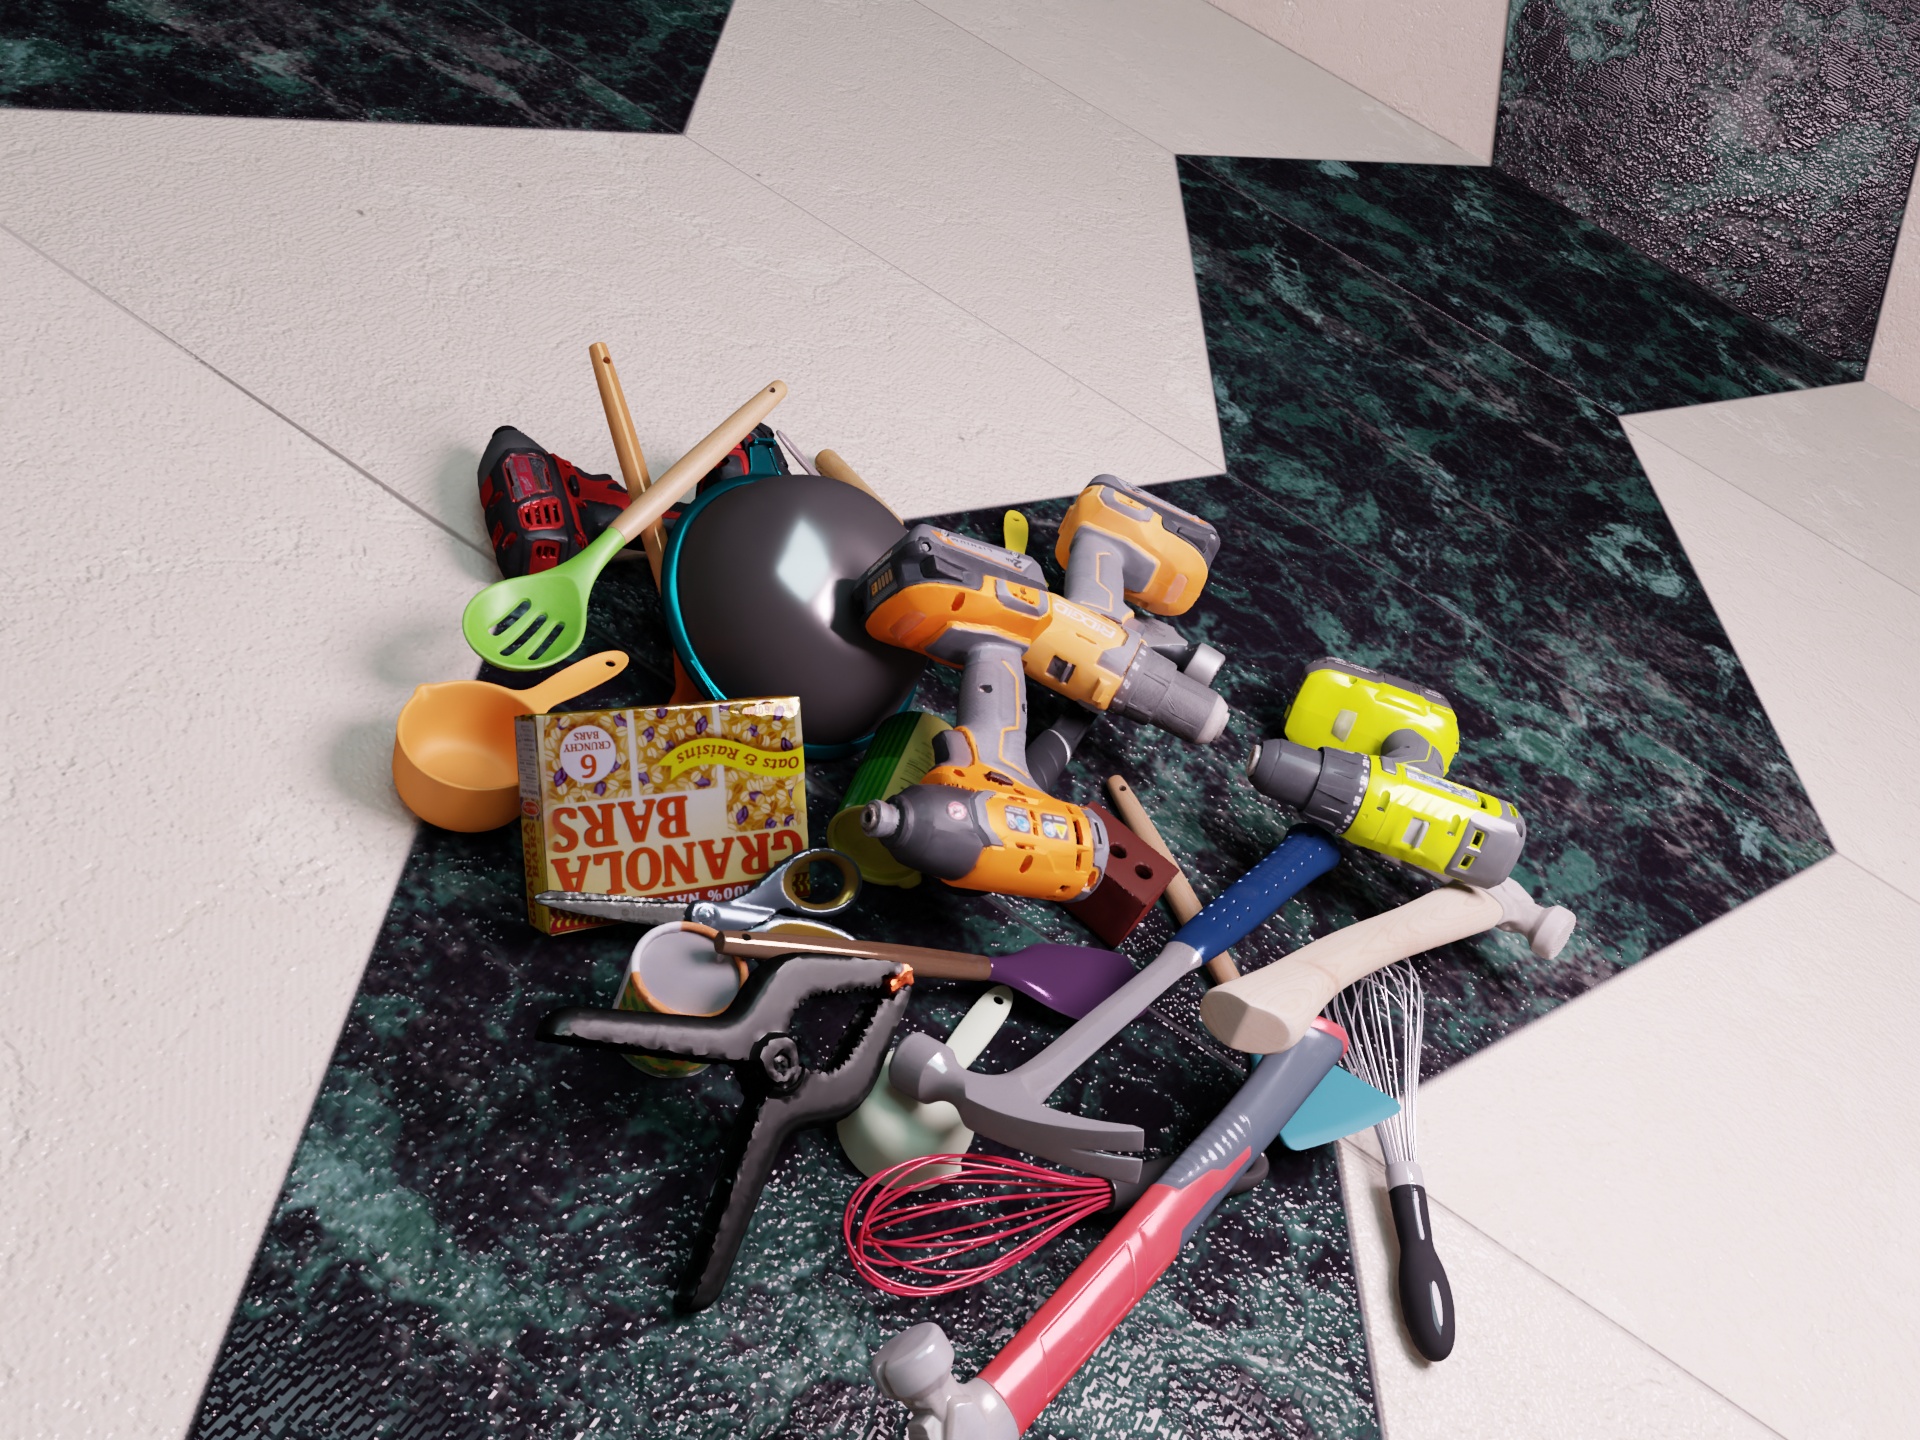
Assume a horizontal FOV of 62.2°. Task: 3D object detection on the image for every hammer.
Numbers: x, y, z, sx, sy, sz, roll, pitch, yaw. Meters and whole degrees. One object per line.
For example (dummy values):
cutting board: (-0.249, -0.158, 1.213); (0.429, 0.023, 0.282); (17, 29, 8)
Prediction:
hammer: (0.260, 0.137, 1.018); (0.146, 0.038, 0.410); (32, 23, 32)
hammer: (0.137, 0.151, 0.976); (0.144, 0.035, 0.405); (20, 29, 31)
hammer: (0.116, 0.283, 0.855); (0.386, 0.038, 0.143); (-31, 92, -44)
hammer: (0.071, 0.007, 1.144); (0.149, 0.036, 0.409); (31, 35, 8)

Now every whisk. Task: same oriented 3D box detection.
whisk: (0.064, 0.264, 0.883); (0.295, 0.073, 0.073); (2, 46, -35)
whisk: (-0.042, -0.140, 1.261); (0.047, 0.051, 0.245); (-22, 57, -35)
whisk: (0.274, 0.259, 1.003); (0.070, 0.070, 0.285); (15, 46, -14)

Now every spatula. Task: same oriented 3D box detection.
spatula: (-0.005, 0.148, 0.951); (0.315, 0.018, 0.060); (13, 42, -35)
spatula: (0.174, 0.150, 1.068); (0.082, 0.044, 0.318); (-14, 52, -18)
spatula: (-0.196, -0.106, 1.074); (0.081, 0.041, 0.322); (-15, 85, -38)

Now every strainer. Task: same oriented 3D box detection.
strainer: (-0.111, -0.041, 1.036); (0.210, 0.095, 0.341); (42, 49, -19)

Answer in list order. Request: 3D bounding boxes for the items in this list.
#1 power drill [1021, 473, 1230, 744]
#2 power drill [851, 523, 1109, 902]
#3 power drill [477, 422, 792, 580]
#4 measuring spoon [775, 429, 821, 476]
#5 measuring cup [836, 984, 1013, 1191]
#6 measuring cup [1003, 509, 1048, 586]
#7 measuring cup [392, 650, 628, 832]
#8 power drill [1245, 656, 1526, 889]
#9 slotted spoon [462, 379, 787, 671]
power drill: (0.132, -0.081, 1.200); (0.185, 0.084, 0.226); (27, 39, 3)
power drill: (-0.002, -0.003, 0.975); (0.164, 0.084, 0.227); (12, 56, -37)
power drill: (-0.237, -0.161, 1.156); (0.219, 0.078, 0.143); (-4, 49, -28)
measuring spoon: (-0.111, -0.178, 1.232); (0.124, 0.018, 0.034); (49, 11, -40)
measuring cup: (-0.006, 0.199, 0.924); (0.083, 0.038, 0.168); (35, 43, 9)
measuring cup: (0.040, -0.133, 1.317); (0.062, 0.029, 0.157); (20, 29, -8)
measuring cup: (-0.270, 0.007, 0.977); (0.095, 0.052, 0.173); (38, 40, 13)
power drill: (0.302, 0.031, 1.181); (0.190, 0.080, 0.229); (19, 22, 0)
slotted spoon: (-0.209, -0.135, 1.047); (0.070, 0.031, 0.314); (35, 57, 6)
